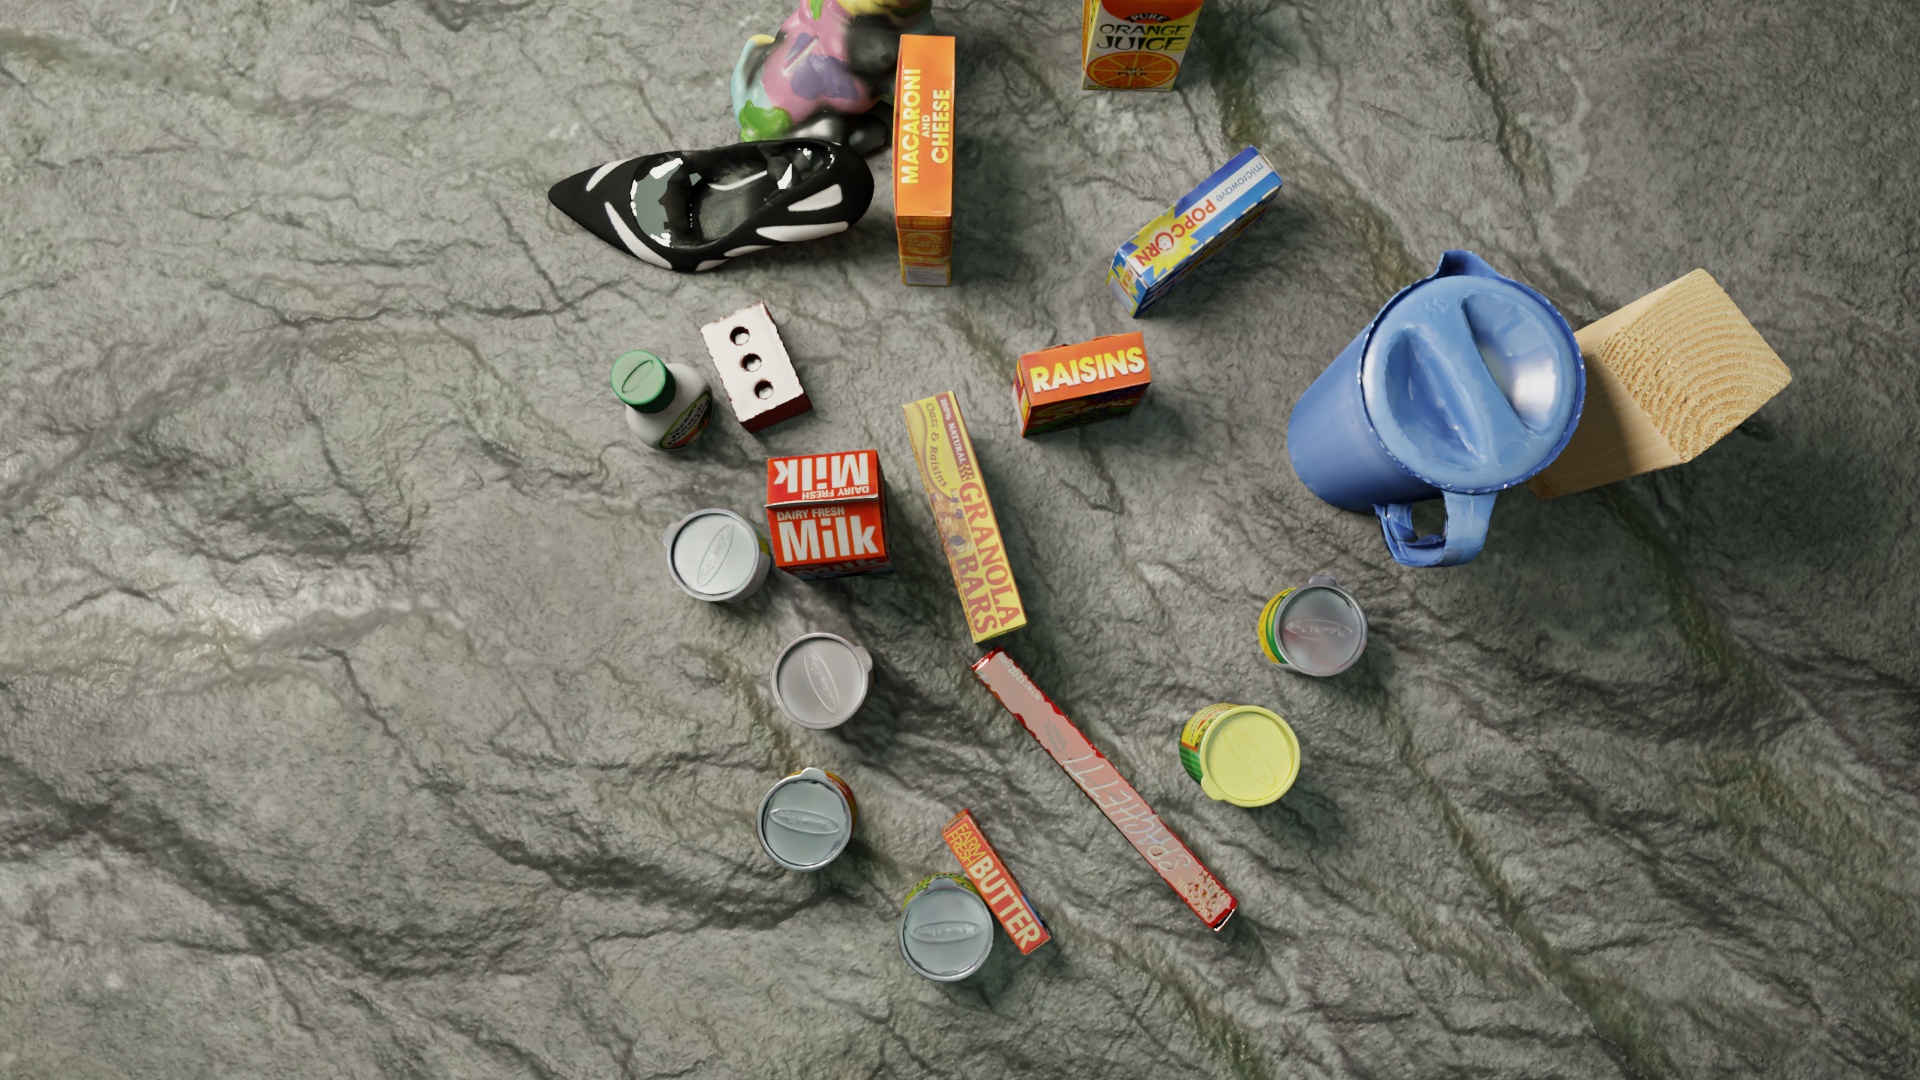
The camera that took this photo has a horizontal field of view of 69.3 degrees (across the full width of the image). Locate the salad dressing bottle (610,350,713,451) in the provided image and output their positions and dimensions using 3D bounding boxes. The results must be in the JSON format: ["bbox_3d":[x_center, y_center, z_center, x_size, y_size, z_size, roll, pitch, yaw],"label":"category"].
[{"bbox_3d":[-0.209,-0.099,0.967,0.044,0.147,0.064,42,86,3],"label":"salad dressing bottle"}]

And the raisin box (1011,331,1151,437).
[{"bbox_3d":[0.083,-0.109,0.981,0.086,0.123,0.040,-11,85,-1],"label":"raisin box"}]

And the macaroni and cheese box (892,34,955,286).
[{"bbox_3d":[-0.024,-0.259,0.974,0.040,0.166,0.124,1,85,0],"label":"macaroni and cheese box"}]

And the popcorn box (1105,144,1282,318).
[{"bbox_3d":[0.168,-0.223,1.012,0.127,0.085,0.038,-38,86,-4],"label":"popcorn box"}]

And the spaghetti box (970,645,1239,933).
[{"bbox_3d":[0.101,0.174,0.990,0.029,0.050,0.250,-43,86,-4],"label":"spaghetti box"}]

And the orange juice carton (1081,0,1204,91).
[{"bbox_3d":[0.128,-0.388,0.974,0.072,0.192,0.073,2,85,0],"label":"orange juice carton"}]

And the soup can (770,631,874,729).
[{"bbox_3d":[-0.093,0.097,0.980,0.071,0.083,0.071,0,85,0],"label":"soup can"}]

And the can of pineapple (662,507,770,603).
[{"bbox_3d":[-0.174,0.010,1.001,0.071,0.058,0.071,0,85,0],"label":"can of pineapple"}]

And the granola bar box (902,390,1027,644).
[{"bbox_3d":[0.003,-0.012,0.971,0.039,0.124,0.165,-18,85,-2],"label":"granola bar box"}]

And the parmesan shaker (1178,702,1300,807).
[{"bbox_3d":[0.189,0.148,0.966,0.071,0.103,0.071,0,85,0],"label":"parmesan shaker"}]

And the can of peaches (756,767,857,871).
[{"bbox_3d":[-0.107,0.194,0.983,0.071,0.058,0.071,0,85,0],"label":"can of peaches"}]

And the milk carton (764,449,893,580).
[{"bbox_3d":[-0.086,-0.016,0.937,0.072,0.190,0.073,-6,85,-1],"label":"milk carton"}]

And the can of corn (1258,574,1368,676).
[{"bbox_3d":[0.252,0.062,0.997,0.071,0.058,0.071,0,85,0],"label":"can of corn"}]

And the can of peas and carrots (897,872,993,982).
[{"bbox_3d":[-0.011,0.268,0.976,0.071,0.058,0.071,0,85,0],"label":"can of peas and carrots"}]

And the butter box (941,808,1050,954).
[{"bbox_3d":[0.024,0.240,0.981,0.024,0.053,0.103,-35,86,-3],"label":"butter box"}]
